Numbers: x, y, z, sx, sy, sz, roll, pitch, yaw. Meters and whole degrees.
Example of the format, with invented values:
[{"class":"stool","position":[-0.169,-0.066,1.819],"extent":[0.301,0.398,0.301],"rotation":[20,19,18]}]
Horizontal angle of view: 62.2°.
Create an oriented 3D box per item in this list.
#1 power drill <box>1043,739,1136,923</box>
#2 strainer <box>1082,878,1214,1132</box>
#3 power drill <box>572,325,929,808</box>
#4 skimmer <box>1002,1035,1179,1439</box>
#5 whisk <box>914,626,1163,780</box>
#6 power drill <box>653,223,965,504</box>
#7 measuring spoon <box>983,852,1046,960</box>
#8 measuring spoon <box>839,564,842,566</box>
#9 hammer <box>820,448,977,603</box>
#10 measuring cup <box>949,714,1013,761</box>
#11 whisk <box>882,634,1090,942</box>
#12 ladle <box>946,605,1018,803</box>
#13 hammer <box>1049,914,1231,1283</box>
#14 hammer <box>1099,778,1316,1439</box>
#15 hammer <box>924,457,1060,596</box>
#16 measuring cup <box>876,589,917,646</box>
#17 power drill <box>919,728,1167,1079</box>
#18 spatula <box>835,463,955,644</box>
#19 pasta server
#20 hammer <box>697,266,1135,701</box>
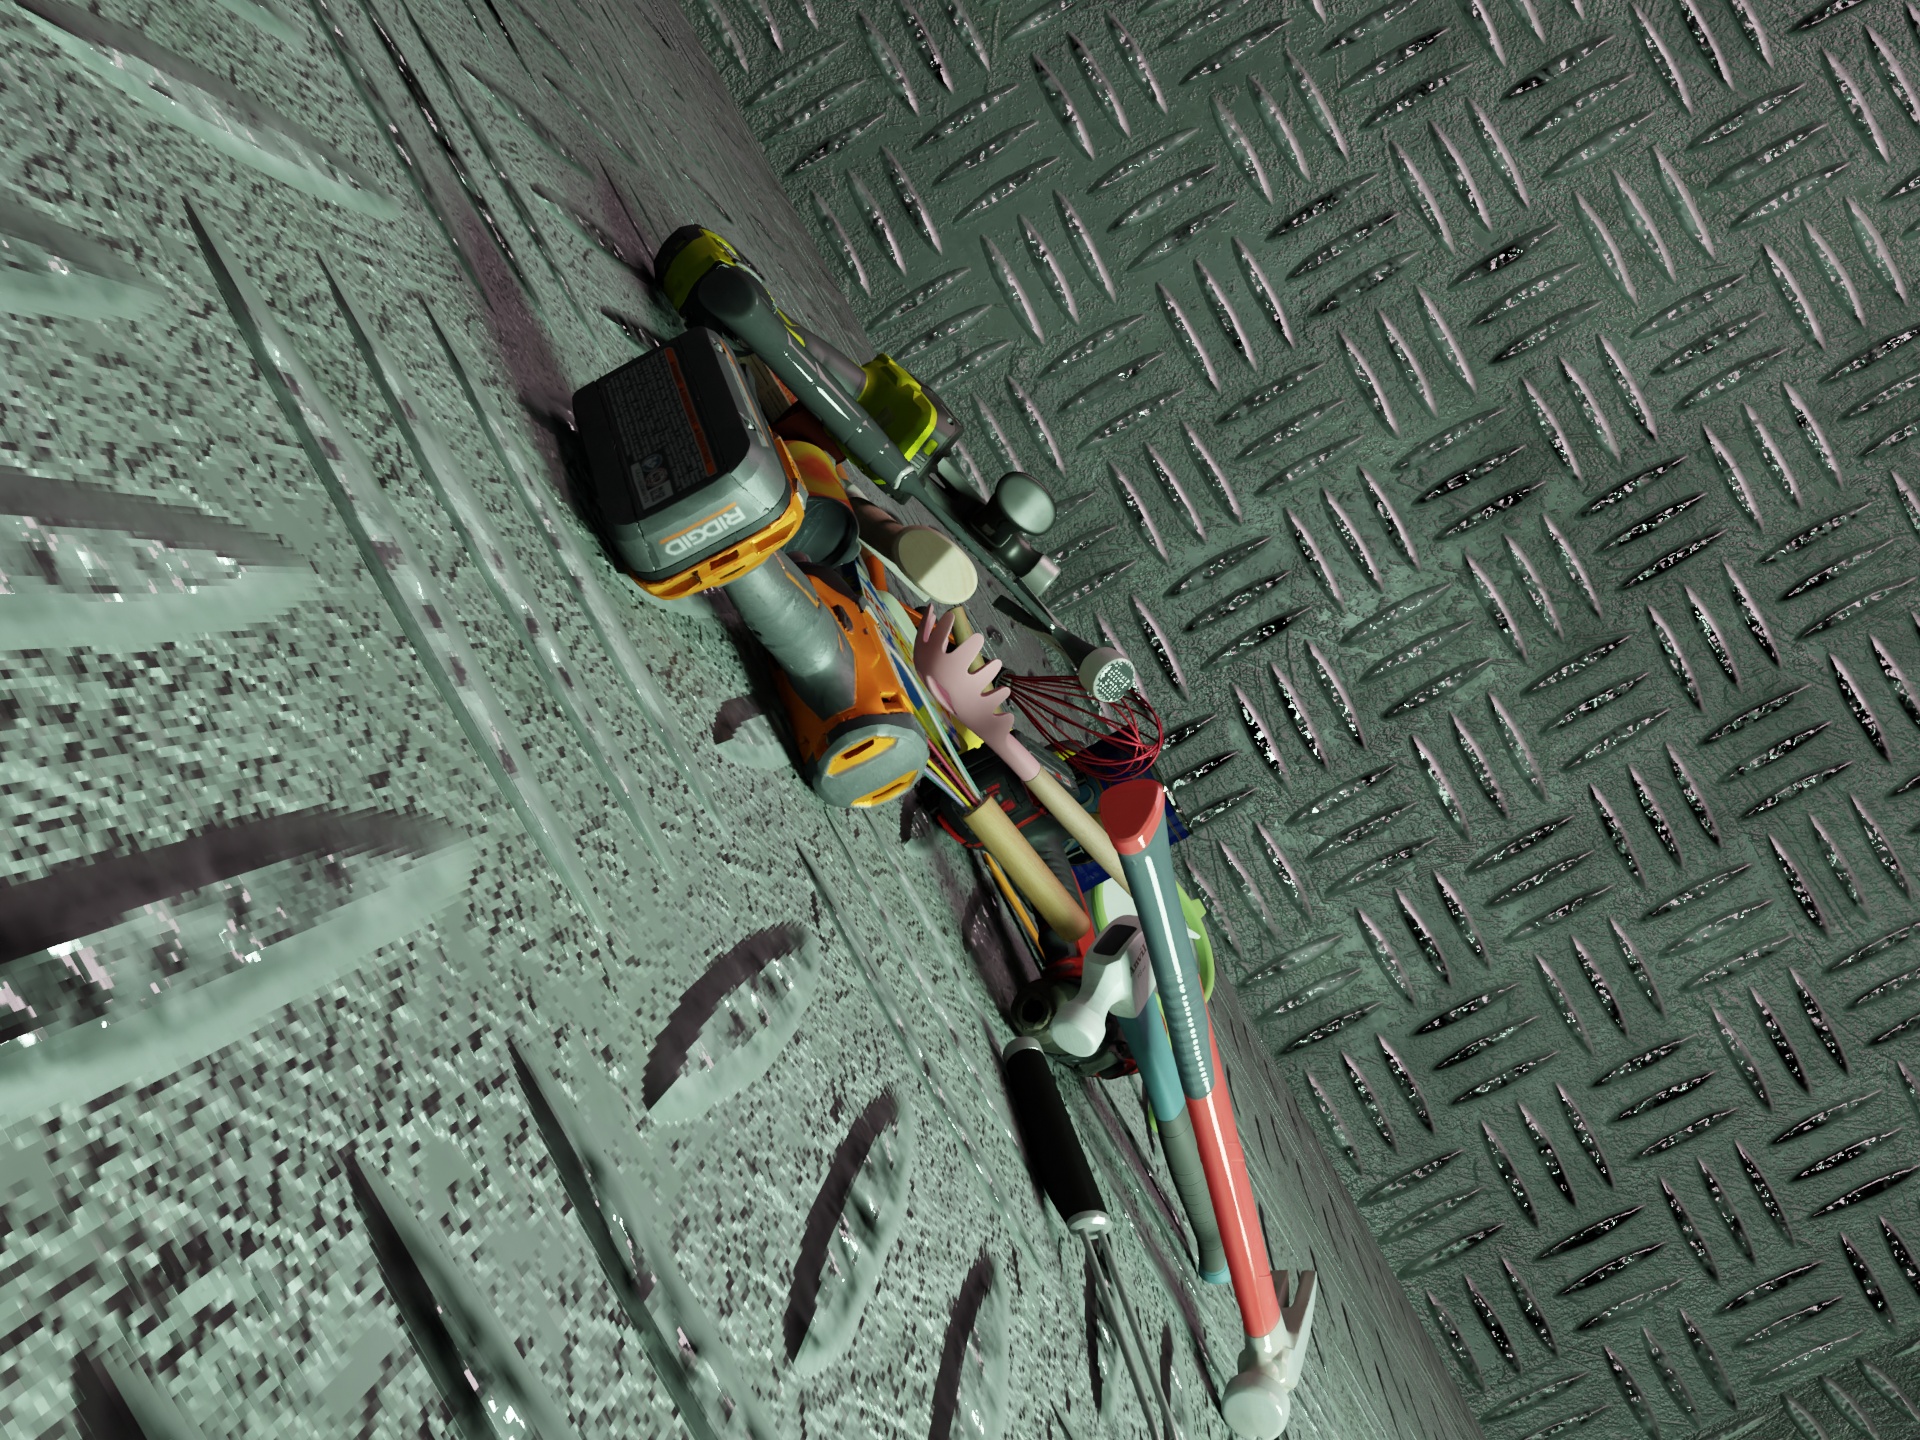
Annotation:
[{"class":"power drill","position":[0.126,0.131,1.522],"extent":[0.190,0.080,0.229],"rotation":[58,10,-19]},{"class":"strainer","position":[0.145,0.233,1.335],"extent":[0.151,0.069,0.257],"rotation":[32,41,-31]},{"class":"power drill","position":[-0.096,-0.075,0.770],"extent":[0.226,0.084,0.164],"rotation":[59,5,-50]},{"class":"skimmer","position":[0.093,0.259,0.720],"extent":[0.127,0.090,0.364],"rotation":[20,26,-28]},{"class":"whisk","position":[0.049,-0.024,1.257],"extent":[0.296,0.073,0.073],"rotation":[27,-19,44]},{"class":"power drill","position":[-0.109,-0.254,1.141],"extent":[0.223,0.080,0.171],"rotation":[32,14,-36]},{"class":"measuring spoon","position":[0.044,0.147,1.155],"extent":[0.117,0.011,0.021],"rotation":[59,7,19]},{"class":"measuring spoon","position":[-0.103,-0.129,1.204],"extent":[0.034,0.018,0.124],"rotation":[51,5,-40]},{"class":"hammer","position":[-0.036,-0.114,1.077],"extent":[0.146,0.038,0.411],"rotation":[42,2,-16]},{"class":"measuring cup","position":[-0.002,-0.004,1.212],"extent":[0.029,0.062,0.156],"rotation":[47,-5,40]},{"class":"whisk","position":[-0.006,0.036,0.932],"extent":[0.245,0.051,0.047],"rotation":[51,-6,-7]},{"class":"ladle","position":[0.058,0.064,1.175],"extent":[0.320,0.062,0.078],"rotation":[71,-19,2]},{"class":"hammer","position":[0.136,0.254,1.014],"extent":[0.128,0.033,0.330],"rotation":[-53,136,-38]},{"class":"hammer","position":[0.148,0.214,0.936],"extent":[0.143,0.038,0.386],"rotation":[-41,119,-63]},{"class":"hammer","position":[0.027,-0.152,1.155],"extent":[0.146,0.035,0.335],"rotation":[42,1,-4]},{"class":"measuring cup","position":[-0.052,-0.072,1.210],"extent":[0.083,0.038,0.168],"rotation":[59,9,-13]},{"class":"power drill","position":[0.052,0.124,1.036],"extent":[0.187,0.080,0.227],"rotation":[32,33,-62]},{"class":"spatula","position":[-0.074,-0.156,1.378],"extent":[0.081,0.041,0.323],"rotation":[31,22,-35]},{"class":"pasta server","position":[0.064,0.042,1.008],"extent":[0.315,0.040,0.060],"rotation":[47,-11,-36]},{"class":"hammer","position":[-0.029,-0.156,1.073],"extent":[0.408,0.036,0.149],"rotation":[42,1,-39]}]
